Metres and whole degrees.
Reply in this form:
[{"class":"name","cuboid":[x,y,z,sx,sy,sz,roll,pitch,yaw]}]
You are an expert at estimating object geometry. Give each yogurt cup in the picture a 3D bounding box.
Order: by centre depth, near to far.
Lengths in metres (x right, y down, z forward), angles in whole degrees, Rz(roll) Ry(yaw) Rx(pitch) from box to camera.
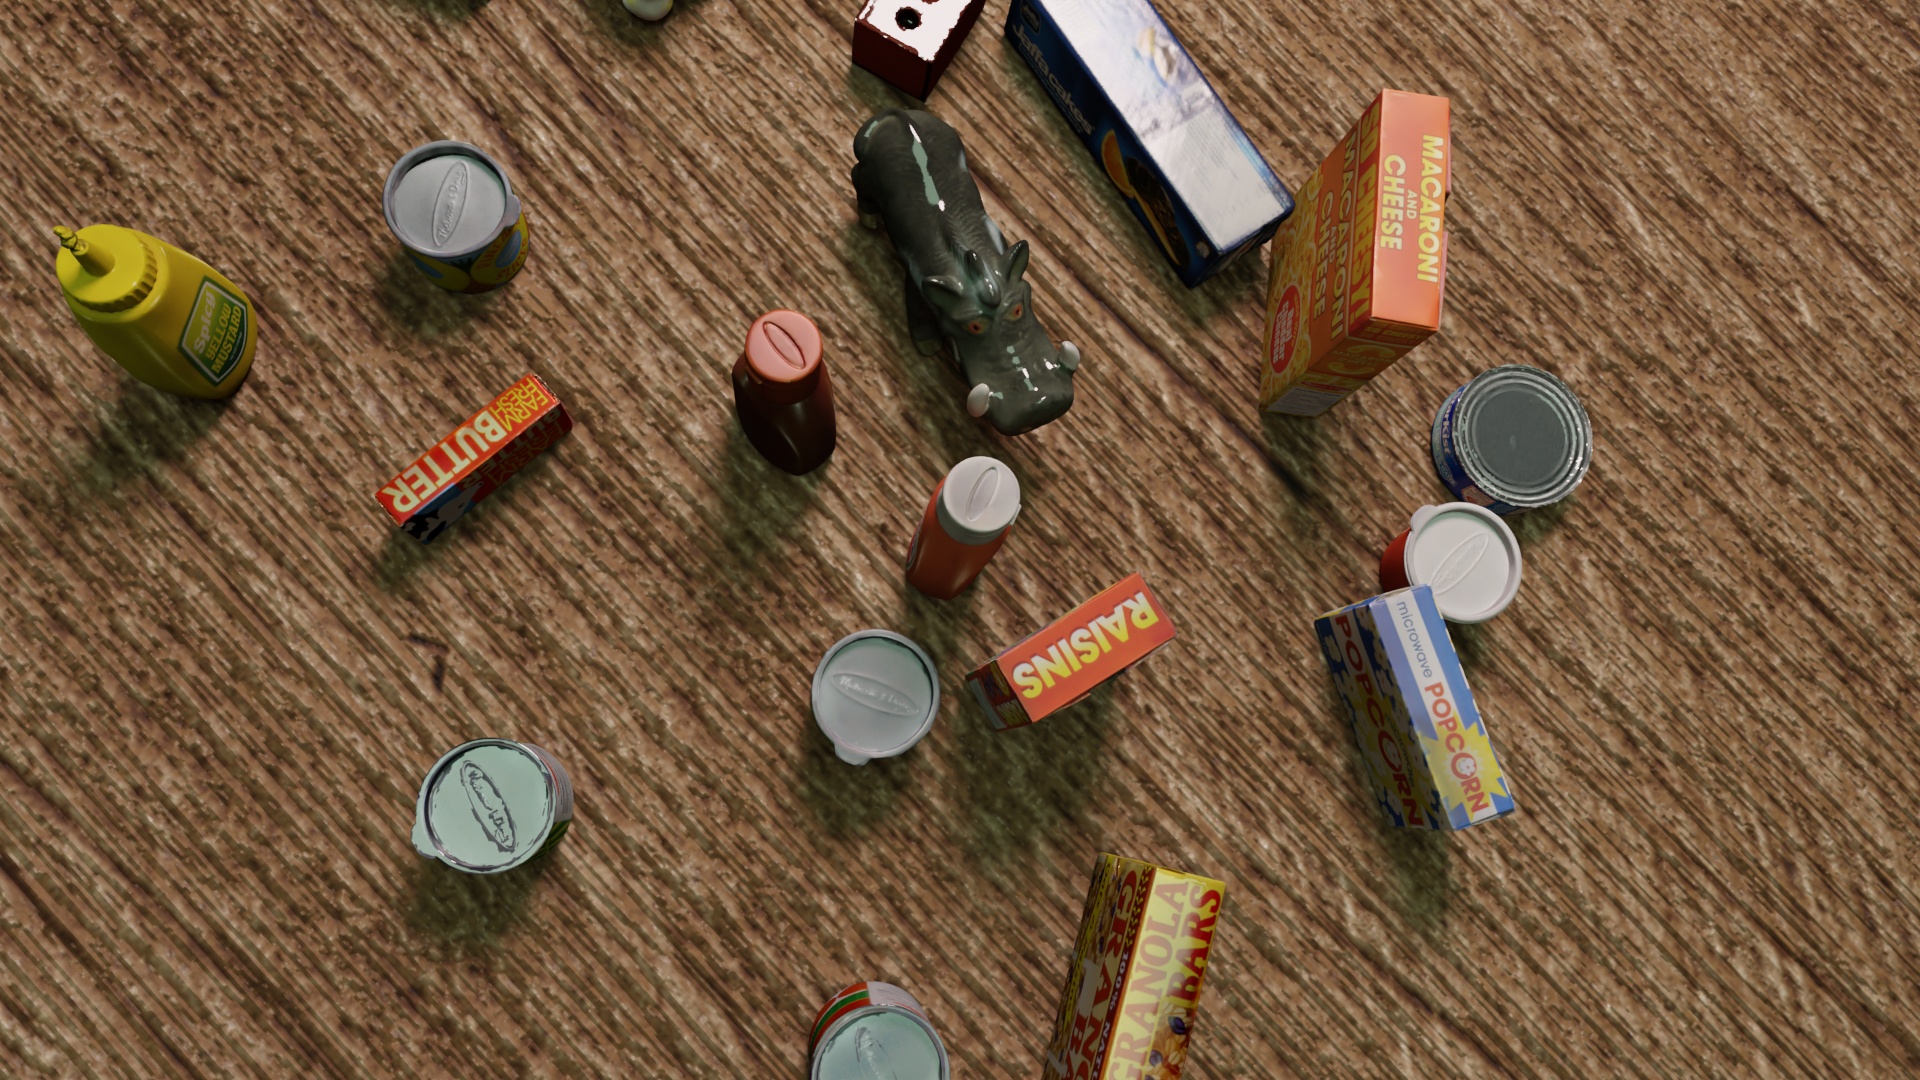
[{"class":"yogurt cup","cuboid":[0.274,0.016,0.788,0.072,0.054,0.072,1,80,-7]}]

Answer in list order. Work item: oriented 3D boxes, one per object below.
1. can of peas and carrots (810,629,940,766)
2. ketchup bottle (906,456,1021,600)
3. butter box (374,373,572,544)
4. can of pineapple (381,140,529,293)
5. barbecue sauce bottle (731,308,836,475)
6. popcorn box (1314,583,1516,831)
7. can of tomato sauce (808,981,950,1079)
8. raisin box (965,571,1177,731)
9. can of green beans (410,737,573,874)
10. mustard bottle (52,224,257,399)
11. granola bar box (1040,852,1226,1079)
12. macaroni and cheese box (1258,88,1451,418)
[{"class":"can of peas and carrots","cuboid":[-0.047,0.085,0.734,0.071,0.058,0.071,1,80,-7]},{"class":"ketchup bottle","cuboid":[0.003,-0.009,0.711,0.043,0.148,0.065,26,78,-2]},{"class":"butter box","cuboid":[-0.255,-0.043,0.735,0.104,0.053,0.024,-42,87,-12]},{"class":"can of pineapple","cuboid":[-0.271,-0.173,0.755,0.071,0.057,0.071,1,80,-7]},{"class":"barbecue sauce bottle","cuboid":[-0.091,-0.077,0.713,0.044,0.148,0.065,-39,86,-11]},{"class":"popcorn box","cuboid":[0.243,0.091,0.755,0.038,0.085,0.127,-17,82,-9]},{"class":"can of tomato sauce","cuboid":[-0.044,0.260,0.690,0.071,0.083,0.071,1,80,-7]},{"class":"raisin box","cuboid":[0.053,0.061,0.718,0.086,0.123,0.040,-30,85,-11]},{"class":"can of green beans","cuboid":[-0.234,0.134,0.703,0.071,0.057,0.071,1,80,-7]},{"class":"mustard bottle","cuboid":[-0.396,-0.116,0.677,0.049,0.160,0.065,13,79,-4]},{"class":"granola bar box","cuboid":[0.077,0.242,0.687,0.039,0.124,0.166,17,78,-4]},{"class":"macaroni and cheese box","cuboid":[0.211,-0.148,0.754,0.040,0.166,0.124,7,79,-5]}]
